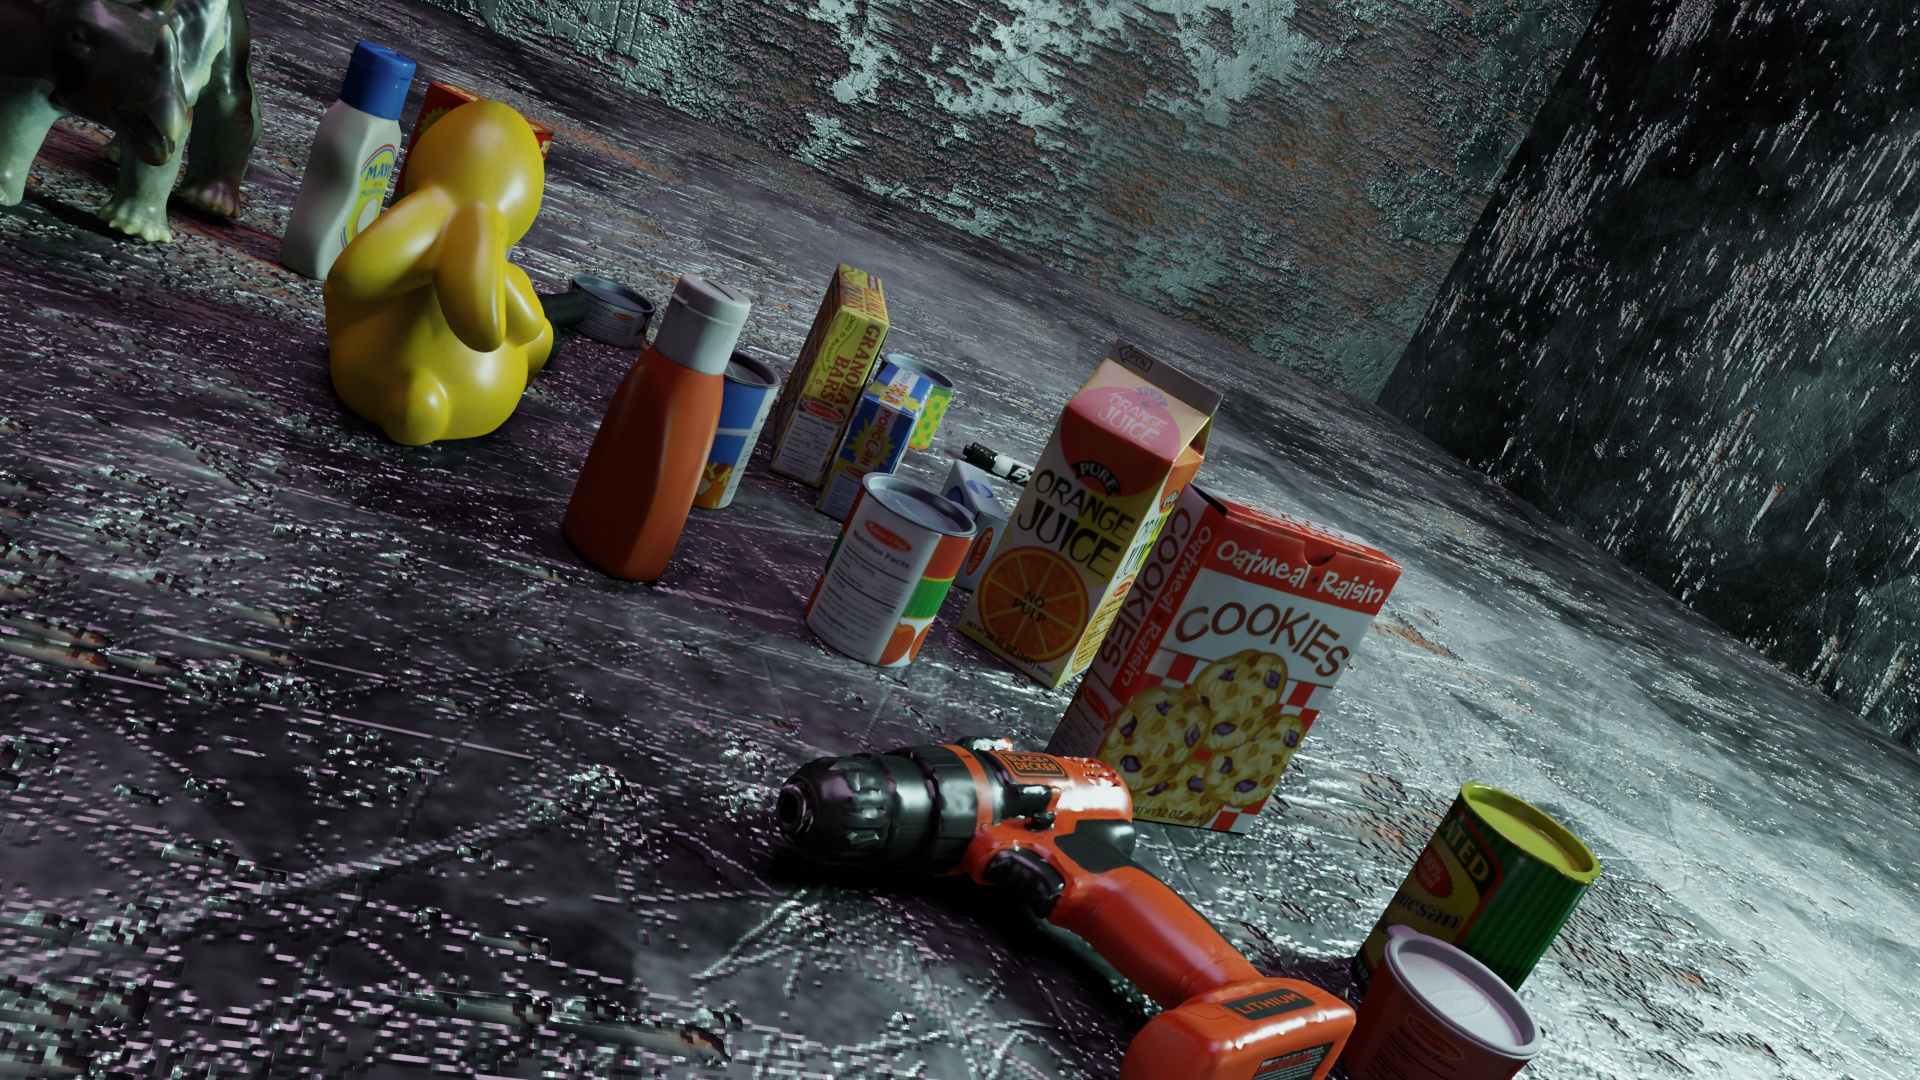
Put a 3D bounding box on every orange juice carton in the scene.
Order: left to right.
[{"bbox_3d":[0.079,-0.017,0.813,0.072,0.192,0.073,31,17,17],"label":"orange juice carton"}]

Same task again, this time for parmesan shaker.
[{"bbox_3d":[0.231,0.172,0.627,0.071,0.102,0.071,23,17,-8],"label":"parmesan shaker"}]

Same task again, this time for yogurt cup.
[{"bbox_3d":[0.192,0.203,0.564,0.072,0.053,0.072,23,17,-8],"label":"yogurt cup"}]

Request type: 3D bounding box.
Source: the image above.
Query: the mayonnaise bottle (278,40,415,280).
[{"bbox_3d":[-0.388,-0.241,0.886,0.041,0.147,0.065,25,17,-2],"label":"mayonnaise bottle"}]

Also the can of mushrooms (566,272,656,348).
[{"bbox_3d":[-0.268,-0.175,1.056,0.071,0.033,0.071,23,17,-7],"label":"can of mushrooms"}]

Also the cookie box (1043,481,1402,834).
[{"bbox_3d":[0.129,0.064,0.691,0.123,0.167,0.040,15,20,-32],"label":"cookie box"}]

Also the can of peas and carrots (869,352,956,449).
[{"bbox_3d":[-0.047,-0.116,1.153,0.071,0.058,0.071,23,17,-8],"label":"can of peas and carrots"}]

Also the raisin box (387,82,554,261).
[{"bbox_3d":[-0.363,-0.261,1.021,0.086,0.123,0.040,26,17,2],"label":"raisin box"}]

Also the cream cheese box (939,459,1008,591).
[{"bbox_3d":[0.003,-0.012,0.926,0.024,0.053,0.104,21,18,-17],"label":"cream cheese box"}]

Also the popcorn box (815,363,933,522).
[{"bbox_3d":[-0.057,-0.067,0.949,0.038,0.085,0.127,25,17,-3],"label":"popcorn box"}]

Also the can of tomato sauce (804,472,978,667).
[{"bbox_3d":[-0.037,0.016,0.740,0.071,0.082,0.071,23,17,-8],"label":"can of tomato sauce"}]

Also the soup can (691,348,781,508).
[{"bbox_3d":[-0.155,-0.071,0.826,0.071,0.083,0.071,23,17,-8],"label":"soup can"}]

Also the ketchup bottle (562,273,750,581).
[{"bbox_3d":[-0.148,-0.057,0.685,0.043,0.148,0.065,5,26,-50],"label":"ketchup bottle"}]

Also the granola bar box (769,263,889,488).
[{"bbox_3d":[-0.093,-0.122,0.994,0.039,0.123,0.166,22,17,-13],"label":"granola bar box"}]
